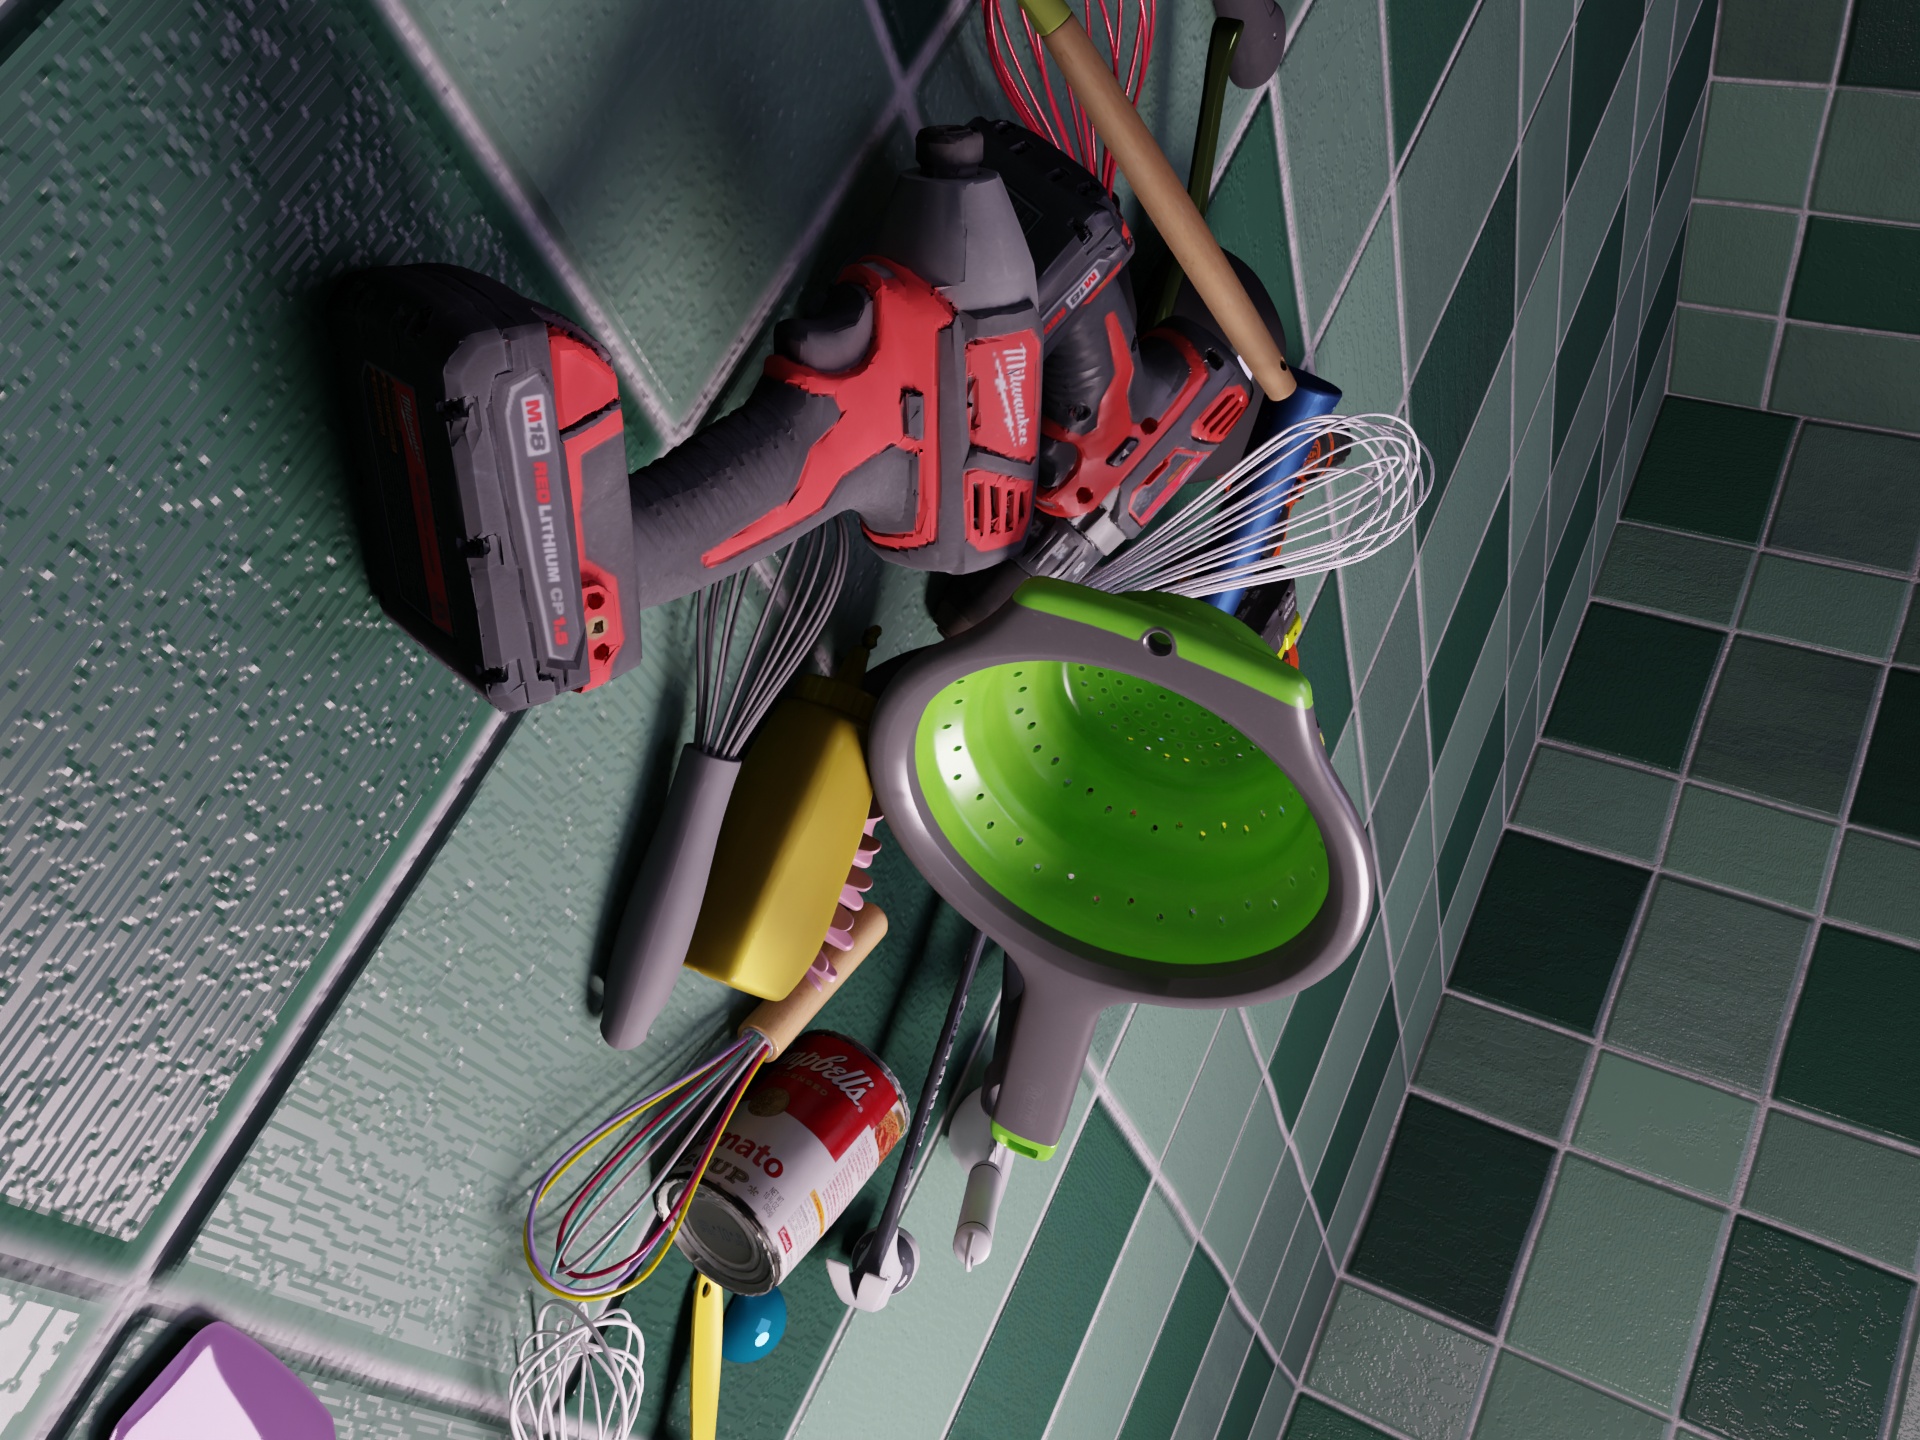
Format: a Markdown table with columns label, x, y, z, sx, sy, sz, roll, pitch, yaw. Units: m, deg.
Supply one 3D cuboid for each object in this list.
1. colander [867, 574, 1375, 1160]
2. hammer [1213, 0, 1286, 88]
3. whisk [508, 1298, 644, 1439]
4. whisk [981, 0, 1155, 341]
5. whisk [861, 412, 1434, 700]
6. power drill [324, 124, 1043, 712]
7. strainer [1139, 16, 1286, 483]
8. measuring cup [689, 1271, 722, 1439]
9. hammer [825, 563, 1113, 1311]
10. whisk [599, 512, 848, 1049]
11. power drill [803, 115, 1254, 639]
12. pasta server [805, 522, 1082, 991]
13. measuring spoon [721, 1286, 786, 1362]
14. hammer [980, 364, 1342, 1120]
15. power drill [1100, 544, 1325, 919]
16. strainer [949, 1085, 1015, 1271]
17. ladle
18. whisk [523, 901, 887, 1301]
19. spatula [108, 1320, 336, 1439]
| label | x | y | z | sx | sy | sz | roll | pitch | yaw |
| --- | --- | --- | --- | --- | --- | --- | --- | --- | --- |
| colander | 0.065 | 0.070 | 0.700 | 0.396 | 0.204 | 0.094 | 99 | 17 | -48 |
| hammer | 0.107 | -0.420 | 0.741 | 0.146 | 0.035 | 0.334 | -67 | 154 | -13 |
| whisk | -0.160 | 0.334 | 0.661 | 0.058 | 0.059 | 0.246 | -22 | 130 | -43 |
| whisk | 0.060 | -0.251 | 0.730 | 0.073 | 0.073 | 0.295 | -62 | 158 | -21 |
| whisk | 0.072 | -0.060 | 0.698 | 0.284 | 0.070 | 0.070 | -25 | 146 | 4 |
| power drill | -0.064 | -0.097 | 0.481 | 0.219 | 0.079 | 0.143 | -22 | 127 | -35 |
| strainer | 0.145 | -0.234 | 0.845 | 0.151 | 0.069 | 0.256 | -58 | 158 | -49 |
| measuring cup | -0.131 | 0.328 | 0.746 | 0.062 | 0.029 | 0.156 | 2 | 92 | -63 |
| hammer | 0.009 | 0.109 | 0.839 | 0.149 | 0.036 | 0.409 | 62 | 45 | -79 |
| whisk | -0.093 | 0.015 | 0.600 | 0.055 | 0.055 | 0.239 | 7 | 103 | -63 |
| power drill | 0.025 | -0.124 | 0.682 | 0.188 | 0.080 | 0.226 | -48 | 153 | 7 |
| pasta server | -0.001 | -0.002 | 0.777 | 0.316 | 0.040 | 0.060 | -55 | 170 | -35 |
| measuring spoon | -0.090 | 0.258 | 0.775 | 0.042 | 0.021 | 0.128 | -13 | 118 | -60 |
| hammer | 0.094 | 0.013 | 0.817 | 0.144 | 0.035 | 0.405 | -78 | -172 | -66 |
| power drill | 0.151 | 0.024 | 0.966 | 0.191 | 0.080 | 0.228 | -55 | 147 | -24 |
| strainer | 0.013 | 0.250 | 0.881 | 0.258 | 0.050 | 0.087 | -23 | 120 | -85 |
| ladle | 0.060 | -0.246 | 0.603 | 0.319 | 0.062 | 0.078 | 48 | 49 | -32 |
| whisk | -0.097 | 0.155 | 0.681 | 0.245 | 0.047 | 0.051 | -45 | 141 | -49 |
| spatula | -0.212 | 0.305 | 0.573 | 0.060 | 0.018 | 0.315 | -53 | 146 | -33 |
